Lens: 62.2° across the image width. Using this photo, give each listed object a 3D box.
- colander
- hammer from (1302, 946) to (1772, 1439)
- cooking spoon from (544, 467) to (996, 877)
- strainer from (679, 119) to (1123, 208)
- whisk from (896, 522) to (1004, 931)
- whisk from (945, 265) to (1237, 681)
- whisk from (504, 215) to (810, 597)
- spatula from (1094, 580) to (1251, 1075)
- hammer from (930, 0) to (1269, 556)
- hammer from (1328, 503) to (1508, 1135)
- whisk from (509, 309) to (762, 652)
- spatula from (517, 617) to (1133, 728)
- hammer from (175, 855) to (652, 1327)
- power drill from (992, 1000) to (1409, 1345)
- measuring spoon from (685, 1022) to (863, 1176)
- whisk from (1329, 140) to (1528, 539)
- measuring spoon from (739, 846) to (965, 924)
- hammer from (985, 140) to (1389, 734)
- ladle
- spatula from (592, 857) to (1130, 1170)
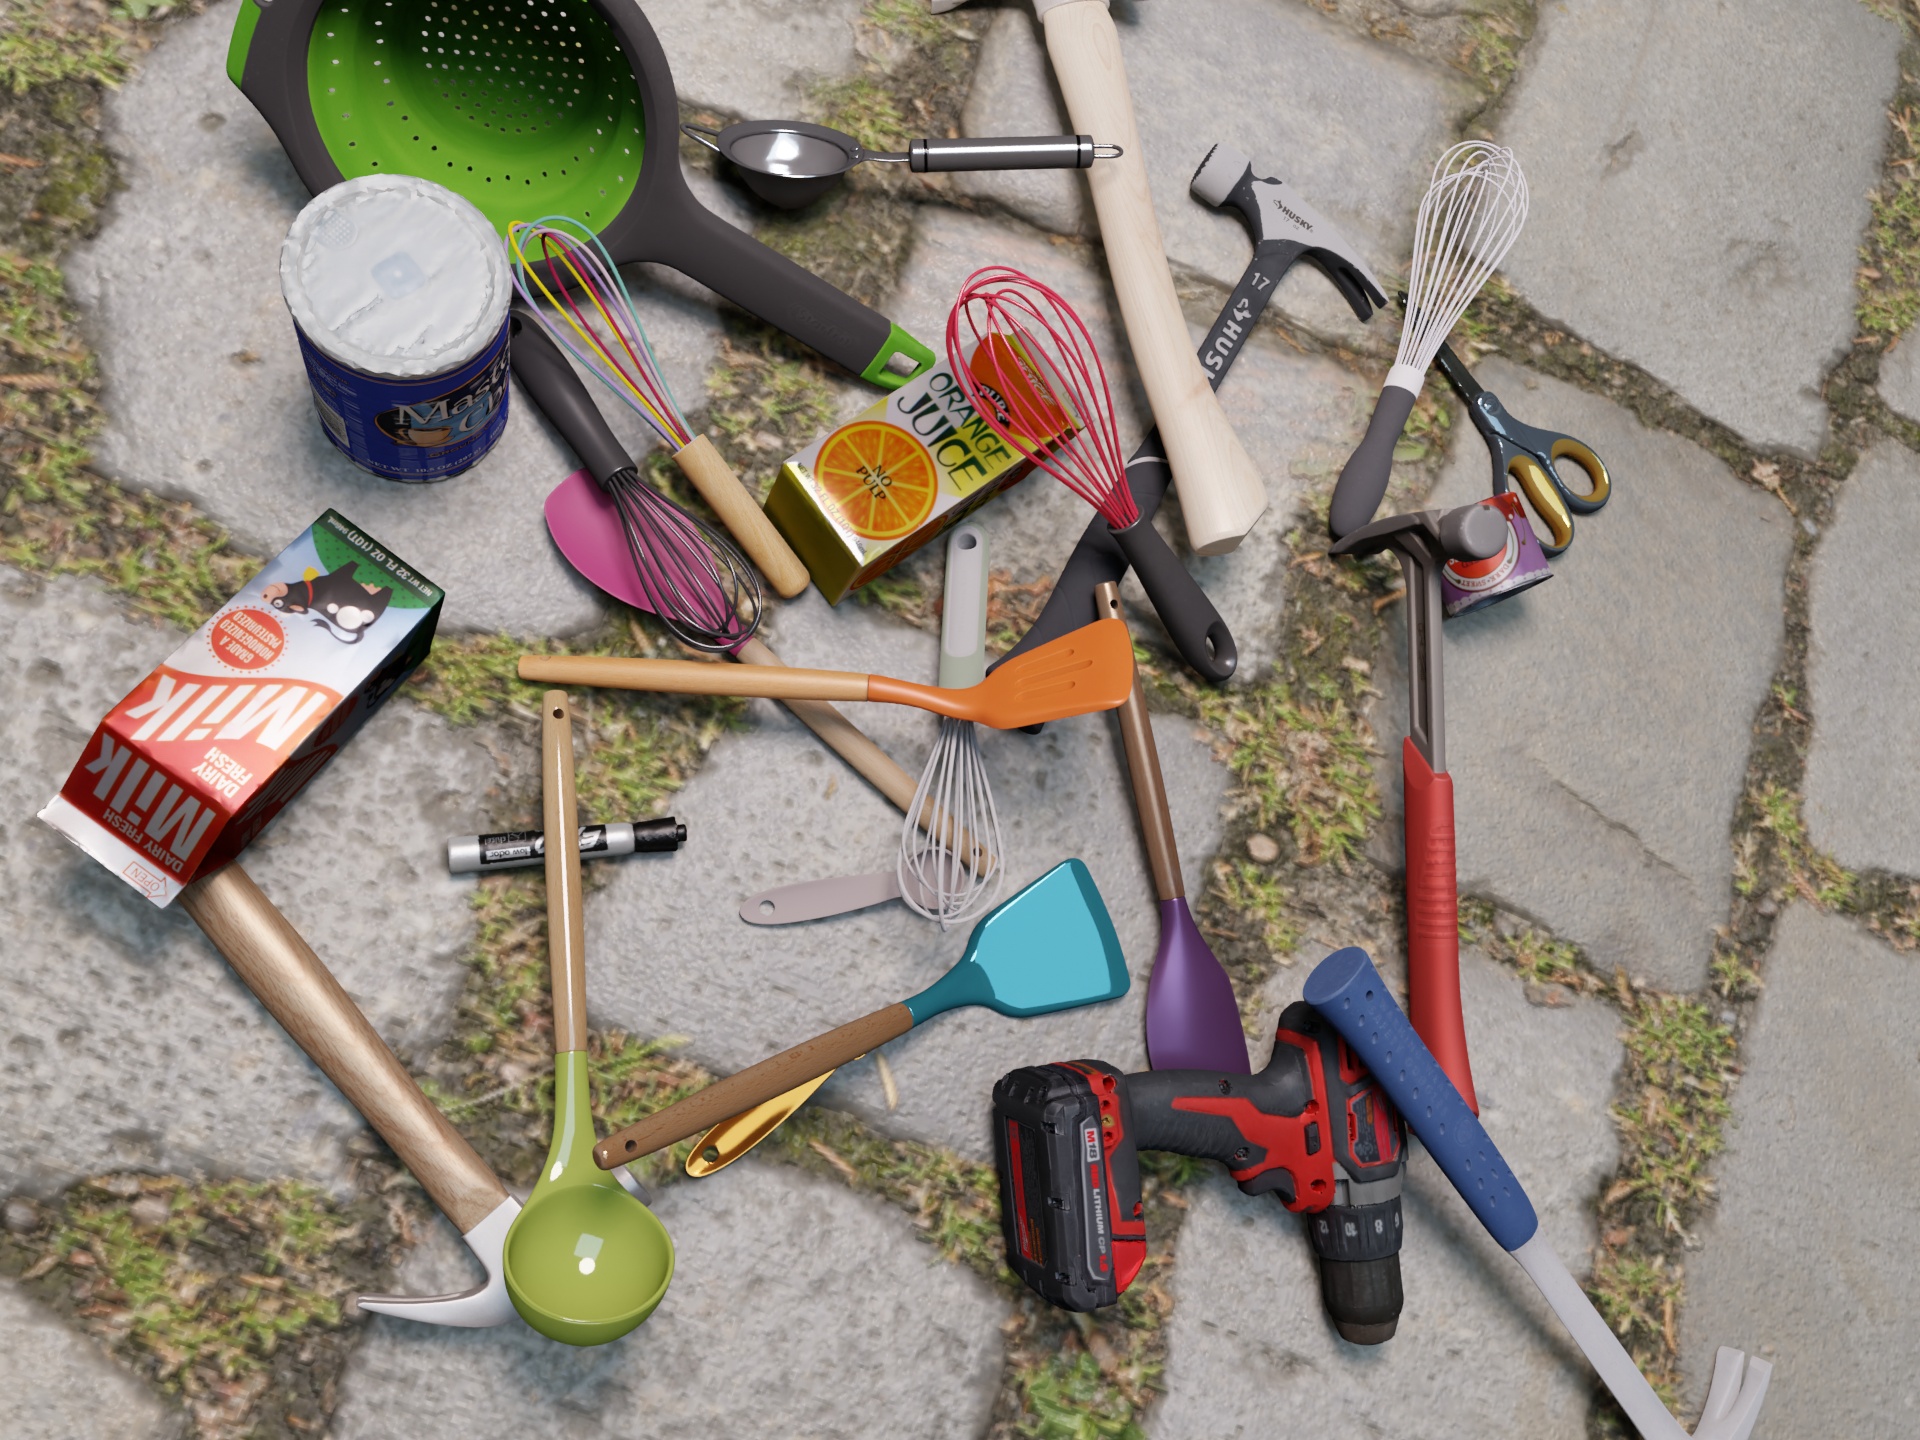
[{"bbox_3d":[-0.184,-0.305,0.881,0.396,0.204,0.095,26,36,-25],"label":"colander"},{"bbox_3d":[0.315,0.284,0.871,0.144,0.035,0.405,-42,104,-22],"label":"hammer"},{"bbox_3d":[-0.100,-0.023,0.878,0.319,0.017,0.069,42,59,-3],"label":"cooking spoon"},{"bbox_3d":[-0.033,-0.329,0.935,0.258,0.050,0.087,-2,41,-2],"label":"strainer"},{"bbox_3d":[-0.001,-0.003,0.876,0.058,0.059,0.247,0,65,6],"label":"whisk"},{"bbox_3d":[0.081,-0.125,0.878,0.073,0.073,0.295,-52,124,-20],"label":"whisk"},{"bbox_3d":[-0.160,-0.169,0.864,0.051,0.047,0.244,-40,106,-9],"label":"whisk"},{"bbox_3d":[0.113,0.076,0.902,0.059,0.018,0.316,-10,87,-17],"label":"spatula"},{"bbox_3d":[0.094,-0.291,0.959,0.146,0.038,0.411,-11,75,-7],"label":"hammer"},{"bbox_3d":[0.269,0.059,0.931,0.036,0.149,0.359,-1,89,-16],"label":"hammer"},{"bbox_3d":[-0.182,-0.133,0.856,0.055,0.055,0.239,-32,77,-20],"label":"whisk"},{"bbox_3d":[-0.072,-0.026,0.837,0.322,0.041,0.081,3,36,1],"label":"spatula"},{"bbox_3d":[-0.305,0.154,0.771,0.130,0.031,0.331,-40,90,-21],"label":"hammer"},{"bbox_3d":[0.140,0.254,0.851,0.226,0.080,0.188,-5,88,-21],"label":"power drill"},{"bbox_3d":[-0.096,0.199,0.833,0.117,0.011,0.021,-37,88,-17],"label":"measuring spoon"},{"bbox_3d":[0.296,-0.243,1.016,0.070,0.070,0.285,24,82,-9],"label":"whisk"},{"bbox_3d":[-0.059,0.094,0.868,0.124,0.018,0.034,-9,82,-11],"label":"measuring spoon"},{"bbox_3d":[0.129,-0.166,0.971,0.149,0.036,0.409,33,71,-8],"label":"hammer"},{"bbox_3d":[-0.187,0.132,0.770,0.078,0.062,0.320,2,69,-27],"label":"ladle"},{"bbox_3d":[-0.043,0.157,0.811,0.317,0.044,0.082,-18,86,-40],"label":"spatula"}]
